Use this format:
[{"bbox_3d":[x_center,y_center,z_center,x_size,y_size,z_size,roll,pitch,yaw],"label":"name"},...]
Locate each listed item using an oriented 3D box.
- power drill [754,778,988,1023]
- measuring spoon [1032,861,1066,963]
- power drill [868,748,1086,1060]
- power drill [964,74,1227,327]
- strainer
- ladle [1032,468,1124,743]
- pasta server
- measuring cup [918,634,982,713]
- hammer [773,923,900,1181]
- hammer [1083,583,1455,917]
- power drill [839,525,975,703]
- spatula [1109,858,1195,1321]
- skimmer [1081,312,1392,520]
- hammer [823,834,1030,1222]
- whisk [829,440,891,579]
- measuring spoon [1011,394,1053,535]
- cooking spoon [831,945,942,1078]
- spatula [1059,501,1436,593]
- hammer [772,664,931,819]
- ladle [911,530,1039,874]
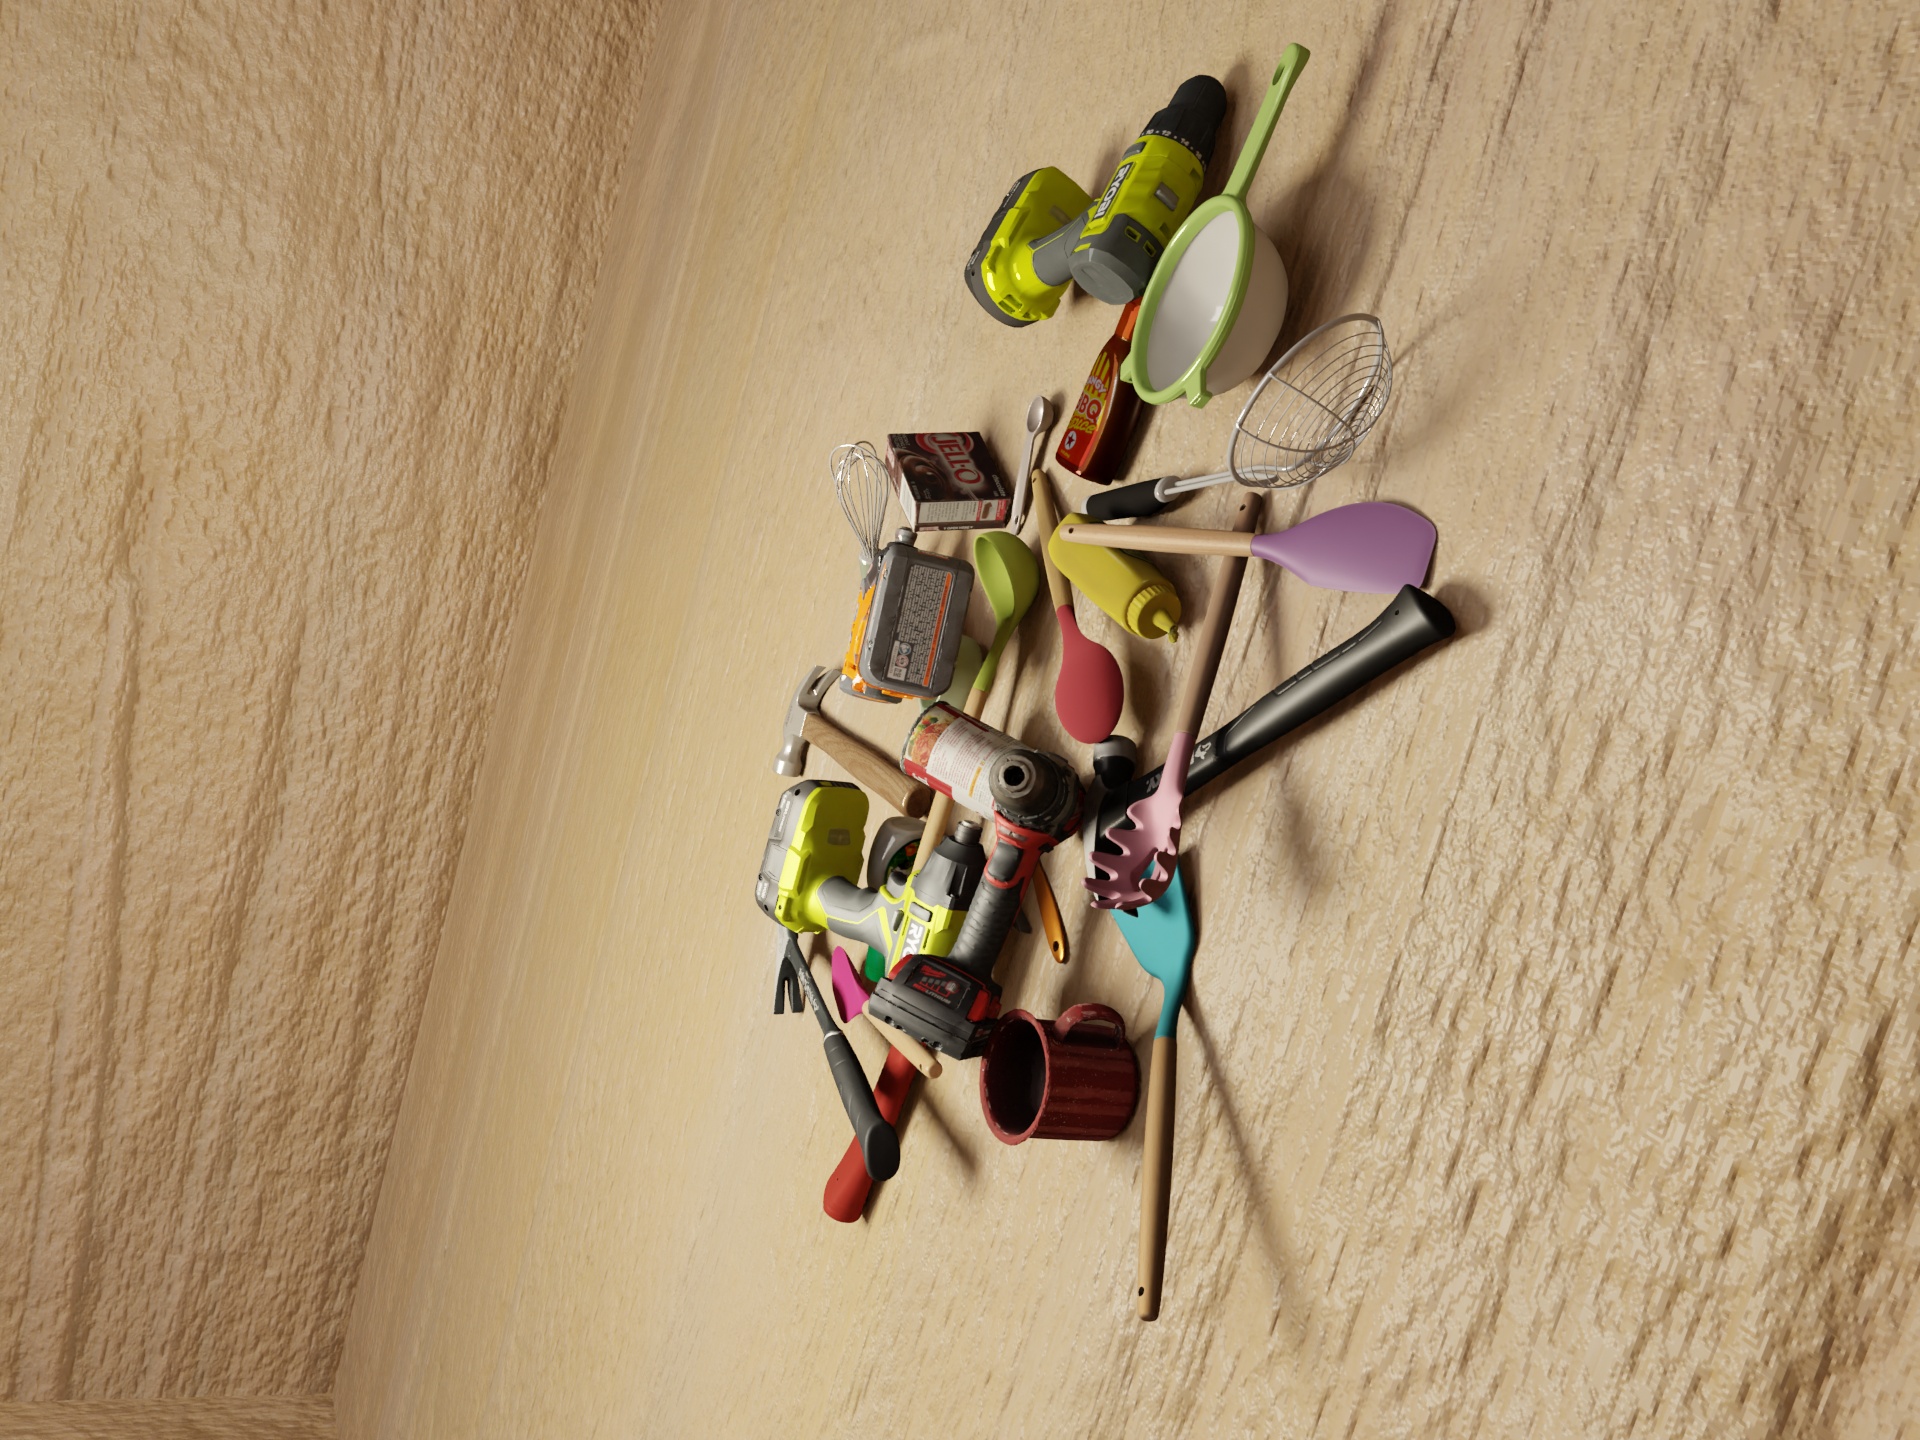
[{"bbox_3d":[-0.067,0.137,1.323,0.223,0.080,0.171,25,102,45],"label":"power drill"},{"bbox_3d":[0.064,0.142,1.253,0.021,0.011,0.117,-55,36,37],"label":"measuring spoon"},{"bbox_3d":[0.020,0.124,1.144,0.227,0.080,0.187,-64,-14,-4],"label":"power drill"},{"bbox_3d":[0.112,-0.412,1.279,0.228,0.080,0.190,4,64,62],"label":"power drill"},{"bbox_3d":[0.204,-0.335,1.113,0.256,0.069,0.152,-68,21,12],"label":"strainer"},{"bbox_3d":[0.082,-0.104,1.264,0.069,0.031,0.316,-47,33,32],"label":"ladle"},{"bbox_3d":[0.151,-0.017,1.049,0.060,0.040,0.316,-6,60,51],"label":"pasta server"},{"bbox_3d":[-0.017,-0.054,1.456,0.168,0.038,0.083,-124,50,-67],"label":"measuring cup"},{"bbox_3d":[-0.120,0.284,1.436,0.409,0.036,0.149,-131,42,-64],"label":"hammer"},{"bbox_3d":[0.187,0.012,1.033,0.334,0.035,0.146,-39,34,46],"label":"hammer"},{"bbox_3d":[-0.051,-0.096,1.389,0.226,0.084,0.164,-173,96,-79],"label":"power drill"},{"bbox_3d":[0.122,0.229,1.035,0.082,0.044,0.318,-42,28,43],"label":"spatula"},{"bbox_3d":[0.165,-0.195,1.106,0.090,0.127,0.363,63,160,-11],"label":"skimmer"},{"bbox_3d":[-0.041,0.285,1.368,0.149,0.036,0.359,48,121,56],"label":"hammer"},{"bbox_3d":[-0.086,-0.162,1.501,0.246,0.059,0.058,85,-152,-47],"label":"whisk"},{"bbox_3d":[0.063,-0.221,1.390,0.034,0.018,0.124,-139,58,-64],"label":"measuring spoon"},{"bbox_3d":[-0.070,0.254,1.366,0.319,0.017,0.069,-164,74,-71],"label":"cooking spoon"},{"bbox_3d":[0.180,-0.121,1.069,0.316,0.018,0.060,11,82,49],"label":"spatula"},{"bbox_3d":[-0.109,0.032,1.590,0.331,0.031,0.130,29,106,60],"label":"hammer"},{"bbox_3d":[-0.002,-0.004,1.348,0.078,0.062,0.320,21,93,70],"label":"ladle"}]
